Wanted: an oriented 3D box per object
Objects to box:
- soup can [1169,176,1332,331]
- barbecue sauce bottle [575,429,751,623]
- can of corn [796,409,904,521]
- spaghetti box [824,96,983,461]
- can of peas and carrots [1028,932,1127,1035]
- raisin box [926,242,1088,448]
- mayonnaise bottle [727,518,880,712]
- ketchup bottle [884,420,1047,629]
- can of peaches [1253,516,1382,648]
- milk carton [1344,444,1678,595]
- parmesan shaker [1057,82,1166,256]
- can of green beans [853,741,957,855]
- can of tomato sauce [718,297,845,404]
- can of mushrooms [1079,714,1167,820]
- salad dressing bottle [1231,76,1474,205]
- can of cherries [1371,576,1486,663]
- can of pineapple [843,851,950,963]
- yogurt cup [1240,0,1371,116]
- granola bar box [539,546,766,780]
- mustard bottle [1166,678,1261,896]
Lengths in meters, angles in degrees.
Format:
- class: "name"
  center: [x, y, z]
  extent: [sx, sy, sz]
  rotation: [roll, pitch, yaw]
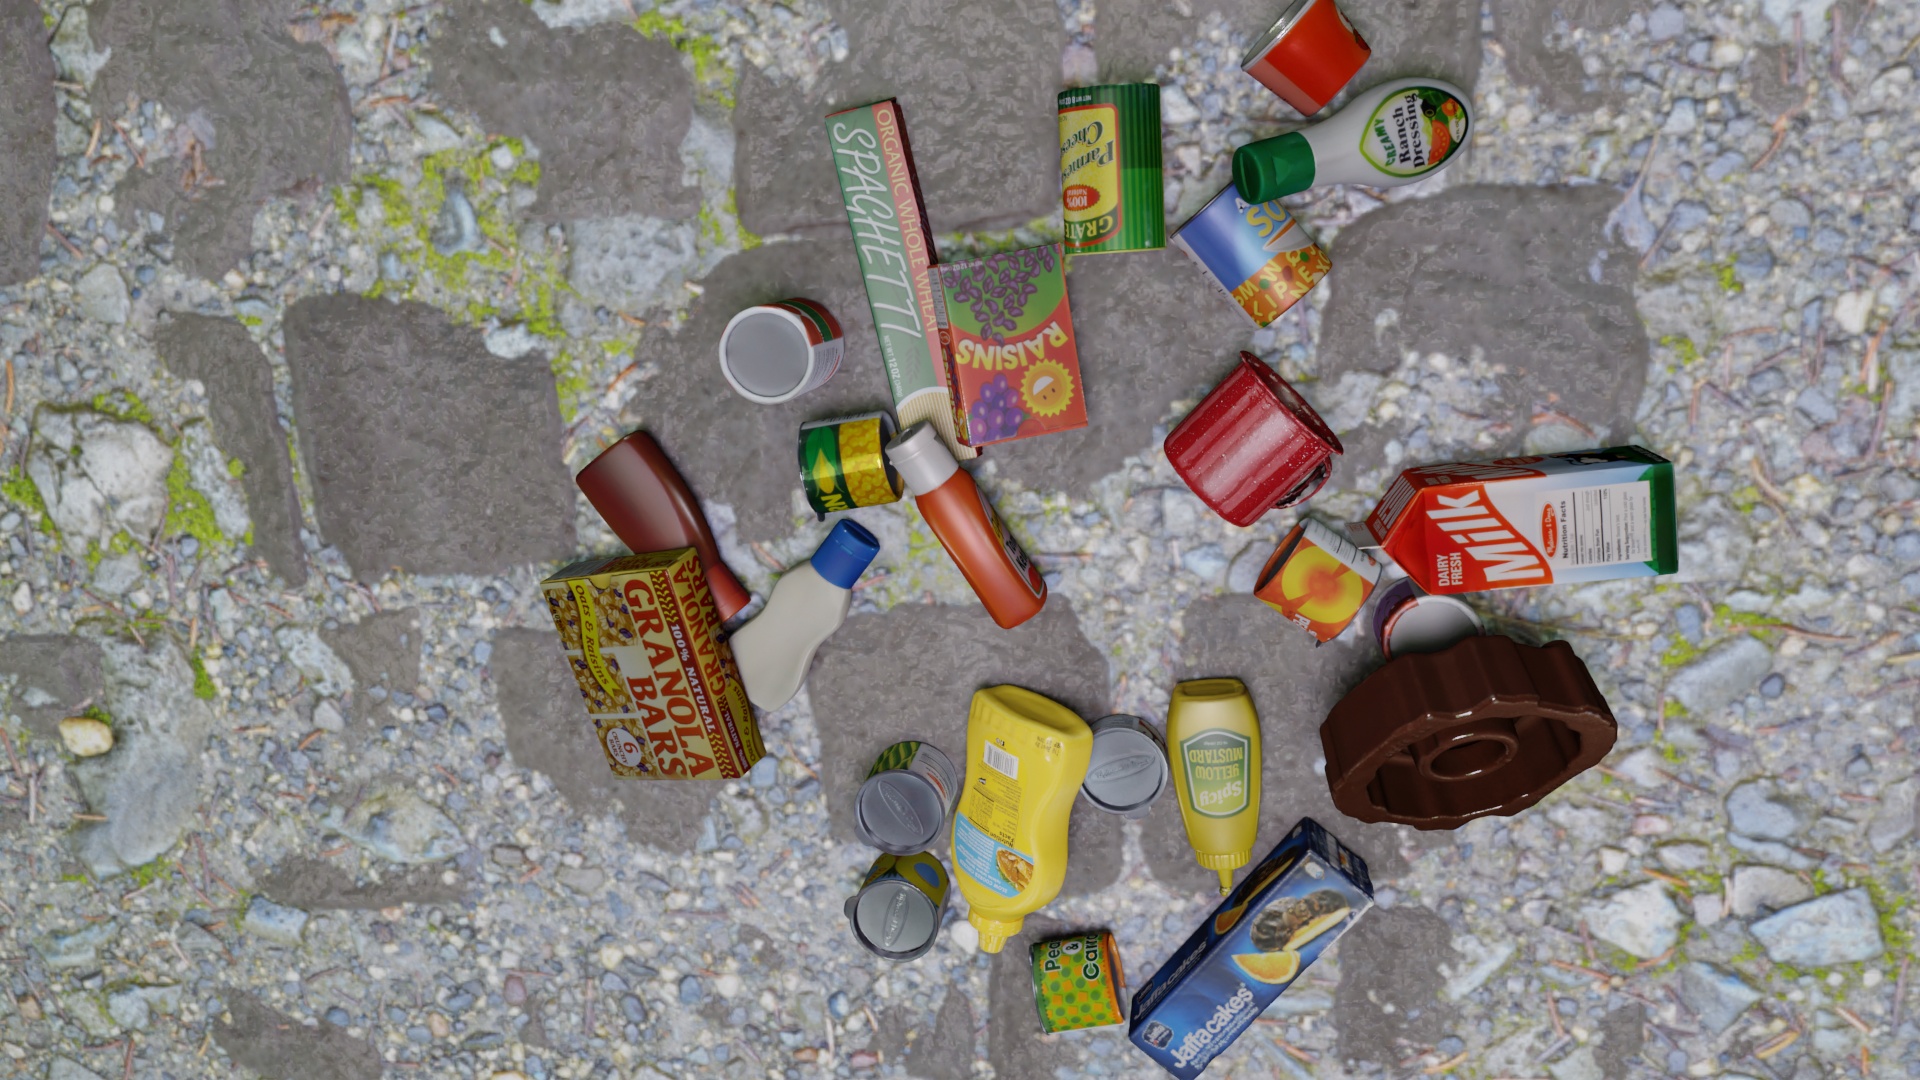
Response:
- class: "soup can"
  center: [0.188, -0.188, 0.888]
  extent: [0.071, 0.071, 0.084]
  rotation: [-41, 94, 15]
- class: "barbecue sauce bottle"
  center: [-0.211, -0.005, 1.006]
  extent: [0.064, 0.044, 0.148]
  rotation: [-34, 96, 25]
- class: "can of corn"
  center: [-0.075, -0.052, 0.961]
  extent: [0.058, 0.071, 0.071]
  rotation: [-9, 101, 11]
- class: "spaghetti box"
  center: [-0.038, -0.172, 0.949]
  extent: [0.050, 0.029, 0.249]
  rotation: [-12, 100, 11]
- class: "can of peas and carrots"
  center: [0.087, 0.322, 1.017]
  extent: [0.059, 0.071, 0.071]
  rotation: [-12, 100, 11]
- class: "raisin box"
  center: [0.032, -0.130, 0.926]
  extent: [0.086, 0.040, 0.123]
  rotation: [-12, 101, -14]
- class: "mayonnaise bottle"
  center: [-0.114, 0.052, 1.005]
  extent: [0.065, 0.041, 0.147]
  rotation: [38, 104, 1]
- class: "ketchup bottle"
  center: [0.003, -0.012, 0.946]
  extent: [0.043, 0.065, 0.148]
  rotation: [-31, 108, 11]
- class: "can of peaches"
  center: [0.236, 0.028, 0.928]
  extent: [0.058, 0.071, 0.071]
  rotation: [35, 106, 1]
- class: "milk carton"
  center: [0.350, -0.012, 0.899]
  extent: [0.190, 0.072, 0.073]
  rotation: [-6, 101, 9]
- class: "parmesan shaker"
  center: [0.096, -0.238, 0.895]
  extent: [0.071, 0.071, 0.103]
  rotation: [-2, 101, 10]
- class: "can of green beans"
  center: [-0.039, 0.187, 1.012]
  extent: [0.071, 0.058, 0.071]
  rotation: [2, 103, 9]
- class: "can of tomato sauce"
  center: [-0.122, -0.130, 0.943]
  extent: [0.071, 0.083, 0.071]
  rotation: [2, 103, 8]
- class: "can of mushrooms"
  center: [0.116, 0.162, 0.995]
  extent: [0.071, 0.033, 0.071]
  rotation: [2, 102, 8]
- class: "salad dressing bottle"
  center: [0.240, -0.241, 0.851]
  extent: [0.148, 0.044, 0.064]
  rotation: [-19, 107, -12]
- class: "can of cherries"
  center: [0.312, 0.064, 0.928]
  extent: [0.071, 0.058, 0.071]
  rotation: [2, 102, 9]
- class: "can of pineapple"
  center: [-0.045, 0.268, 1.031]
  extent: [0.071, 0.058, 0.070]
  rotation: [2, 102, 9]
- class: "yogurt cup"
  center: [0.216, -0.301, 0.862]
  extent: [0.054, 0.072, 0.072]
  rotation: [41, 106, -10]
- class: "granola bar box"
  center: [-0.222, 0.093, 1.004]
  extent: [0.124, 0.039, 0.165]
  rotation: [-7, 108, 30]
- class: "mustard bottle"
  center: [0.183, 0.179, 0.979]
  extent: [0.065, 0.049, 0.160]
  rotation: [-6, 101, 9]
